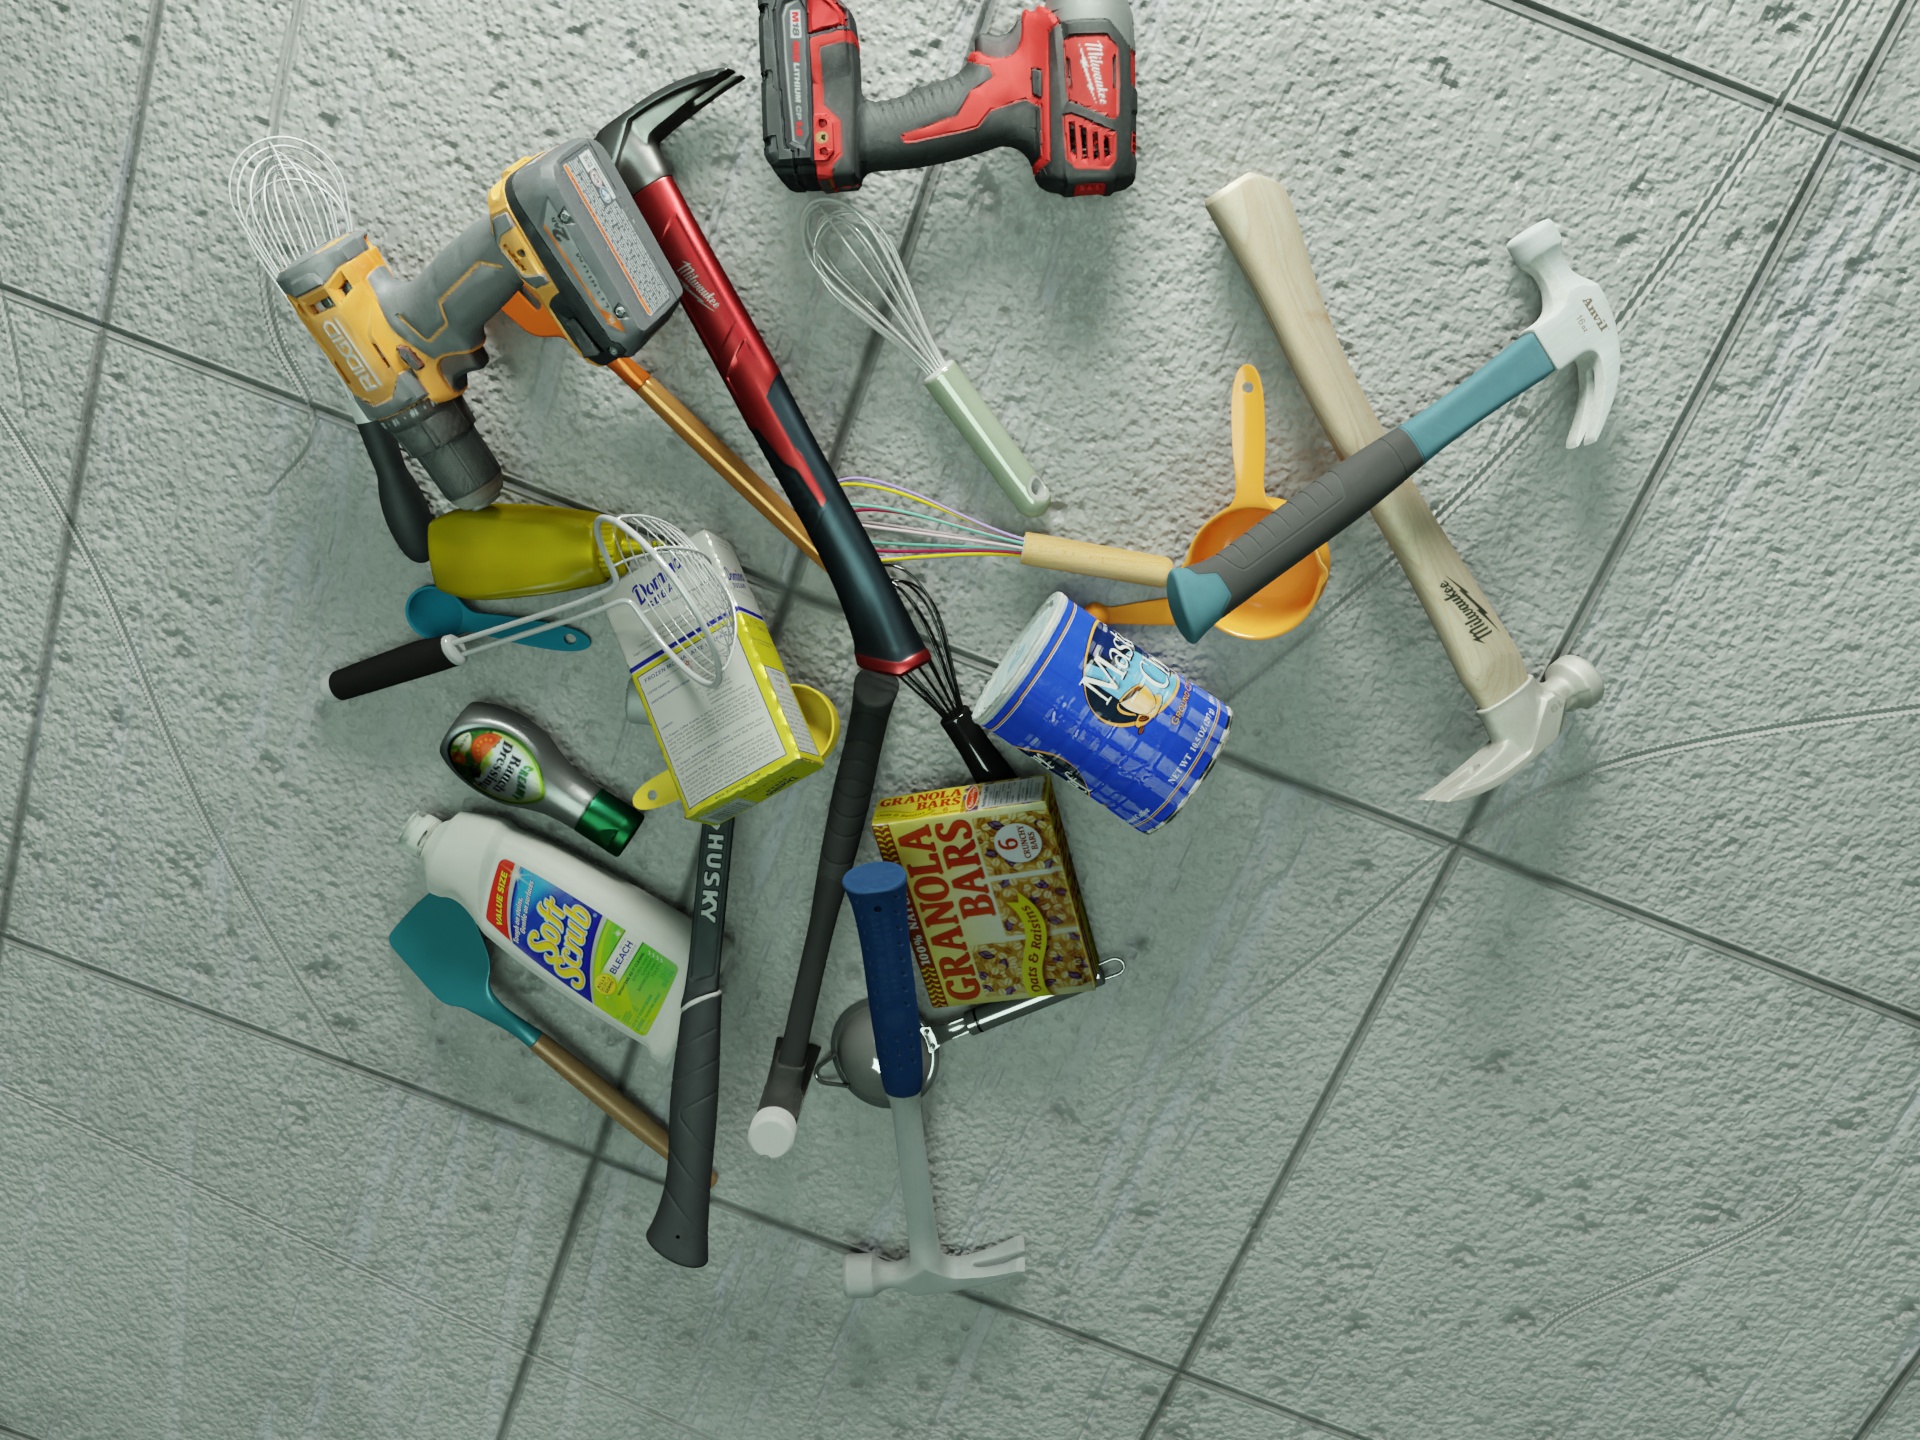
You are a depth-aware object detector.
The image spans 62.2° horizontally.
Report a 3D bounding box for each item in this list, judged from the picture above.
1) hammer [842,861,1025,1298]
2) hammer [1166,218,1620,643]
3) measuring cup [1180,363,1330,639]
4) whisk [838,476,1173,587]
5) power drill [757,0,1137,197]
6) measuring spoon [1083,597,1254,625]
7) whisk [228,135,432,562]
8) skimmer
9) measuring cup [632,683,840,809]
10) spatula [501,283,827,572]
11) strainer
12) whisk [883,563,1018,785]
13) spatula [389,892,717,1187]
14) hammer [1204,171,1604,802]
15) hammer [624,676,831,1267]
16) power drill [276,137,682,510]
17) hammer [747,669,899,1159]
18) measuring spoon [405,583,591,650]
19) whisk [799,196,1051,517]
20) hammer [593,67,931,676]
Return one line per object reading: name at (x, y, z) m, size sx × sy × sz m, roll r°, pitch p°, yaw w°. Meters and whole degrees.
hammer at (-0.034, 0.274, 1.150) m, size 0.144 × 0.035 × 0.405 m, roll -4°, pitch 121°, yaw 2°
hammer at (0.258, -0.158, 0.956) m, size 0.331 × 0.033 × 0.128 m, roll -36°, pitch 97°, yaw -6°
measuring cup at (0.191, -0.141, 1.017) m, size 0.095 × 0.052 × 0.173 m, roll 2°, pitch 107°, yaw 24°
whisk at (0.019, -0.114, 1.055) m, size 0.245 × 0.047 × 0.051 m, roll 10°, pitch 144°, yaw -2°
power drill at (-0.005, -0.385, 0.944) m, size 0.219 × 0.078 × 0.143 m, roll -1°, pitch 100°, yaw 2°
measuring spoon at (0.140, -0.072, 1.072) m, size 0.117 × 0.011 × 0.021 m, roll -3°, pitch 109°, yaw 7°
whisk at (-0.402, -0.238, 1.051) m, size 0.070 × 0.070 × 0.284 m, roll -10°, pitch 113°, yaw 9°
skimmer at (-0.301, -0.047, 1.045) m, size 0.363 × 0.090 × 0.127 m, roll -14°, pitch 119°, yaw 25°
measuring cup at (-0.153, 0.025, 1.089) m, size 0.156 × 0.029 × 0.062 m, roll -25°, pitch 81°, yaw 12°
spatula at (-0.190, -0.208, 1.055) m, size 0.081 × 0.041 × 0.322 m, roll -42°, pitch 104°, yaw 17°
strainer at (0.002, 0.225, 1.177) m, size 0.258 × 0.050 × 0.087 m, roll -23°, pitch 91°, yaw 9°
whisk at (-0.001, -0.004, 1.095) m, size 0.055 × 0.055 × 0.238 m, roll -27°, pitch 109°, yaw 14°
spatula at (-0.304, 0.255, 1.226) m, size 0.082 × 0.044 × 0.317 m, roll -41°, pitch 105°, yaw 16°
hammer at (0.258, -0.146, 0.996) m, size 0.146 × 0.038 × 0.410 m, roll -35°, pitch 100°, yaw -18°
hammer at (-0.175, 0.177, 1.115) m, size 0.149 × 0.036 × 0.409 m, roll 5°, pitch 90°, yaw 0°
power drill at (-0.284, -0.234, 0.977) m, size 0.226 × 0.084 × 0.185 m, roll -15°, pitch 120°, yaw 25°
hammer at (-0.094, 0.127, 1.122) m, size 0.035 × 0.146 × 0.334 m, roll 13°, pitch 98°, yaw -1°
measuring spoon at (-0.324, -0.070, 1.122) m, size 0.128 × 0.021 × 0.042 m, roll 11°, pitch 117°, yaw -8°
whisk at (-0.020, -0.230, 1.021) m, size 0.059 × 0.058 × 0.246 m, roll -21°, pitch 112°, yaw 48°
hammer at (-0.110, -0.207, 0.997) m, size 0.143 × 0.038 × 0.386 m, roll -28°, pitch 93°, yaw 17°
